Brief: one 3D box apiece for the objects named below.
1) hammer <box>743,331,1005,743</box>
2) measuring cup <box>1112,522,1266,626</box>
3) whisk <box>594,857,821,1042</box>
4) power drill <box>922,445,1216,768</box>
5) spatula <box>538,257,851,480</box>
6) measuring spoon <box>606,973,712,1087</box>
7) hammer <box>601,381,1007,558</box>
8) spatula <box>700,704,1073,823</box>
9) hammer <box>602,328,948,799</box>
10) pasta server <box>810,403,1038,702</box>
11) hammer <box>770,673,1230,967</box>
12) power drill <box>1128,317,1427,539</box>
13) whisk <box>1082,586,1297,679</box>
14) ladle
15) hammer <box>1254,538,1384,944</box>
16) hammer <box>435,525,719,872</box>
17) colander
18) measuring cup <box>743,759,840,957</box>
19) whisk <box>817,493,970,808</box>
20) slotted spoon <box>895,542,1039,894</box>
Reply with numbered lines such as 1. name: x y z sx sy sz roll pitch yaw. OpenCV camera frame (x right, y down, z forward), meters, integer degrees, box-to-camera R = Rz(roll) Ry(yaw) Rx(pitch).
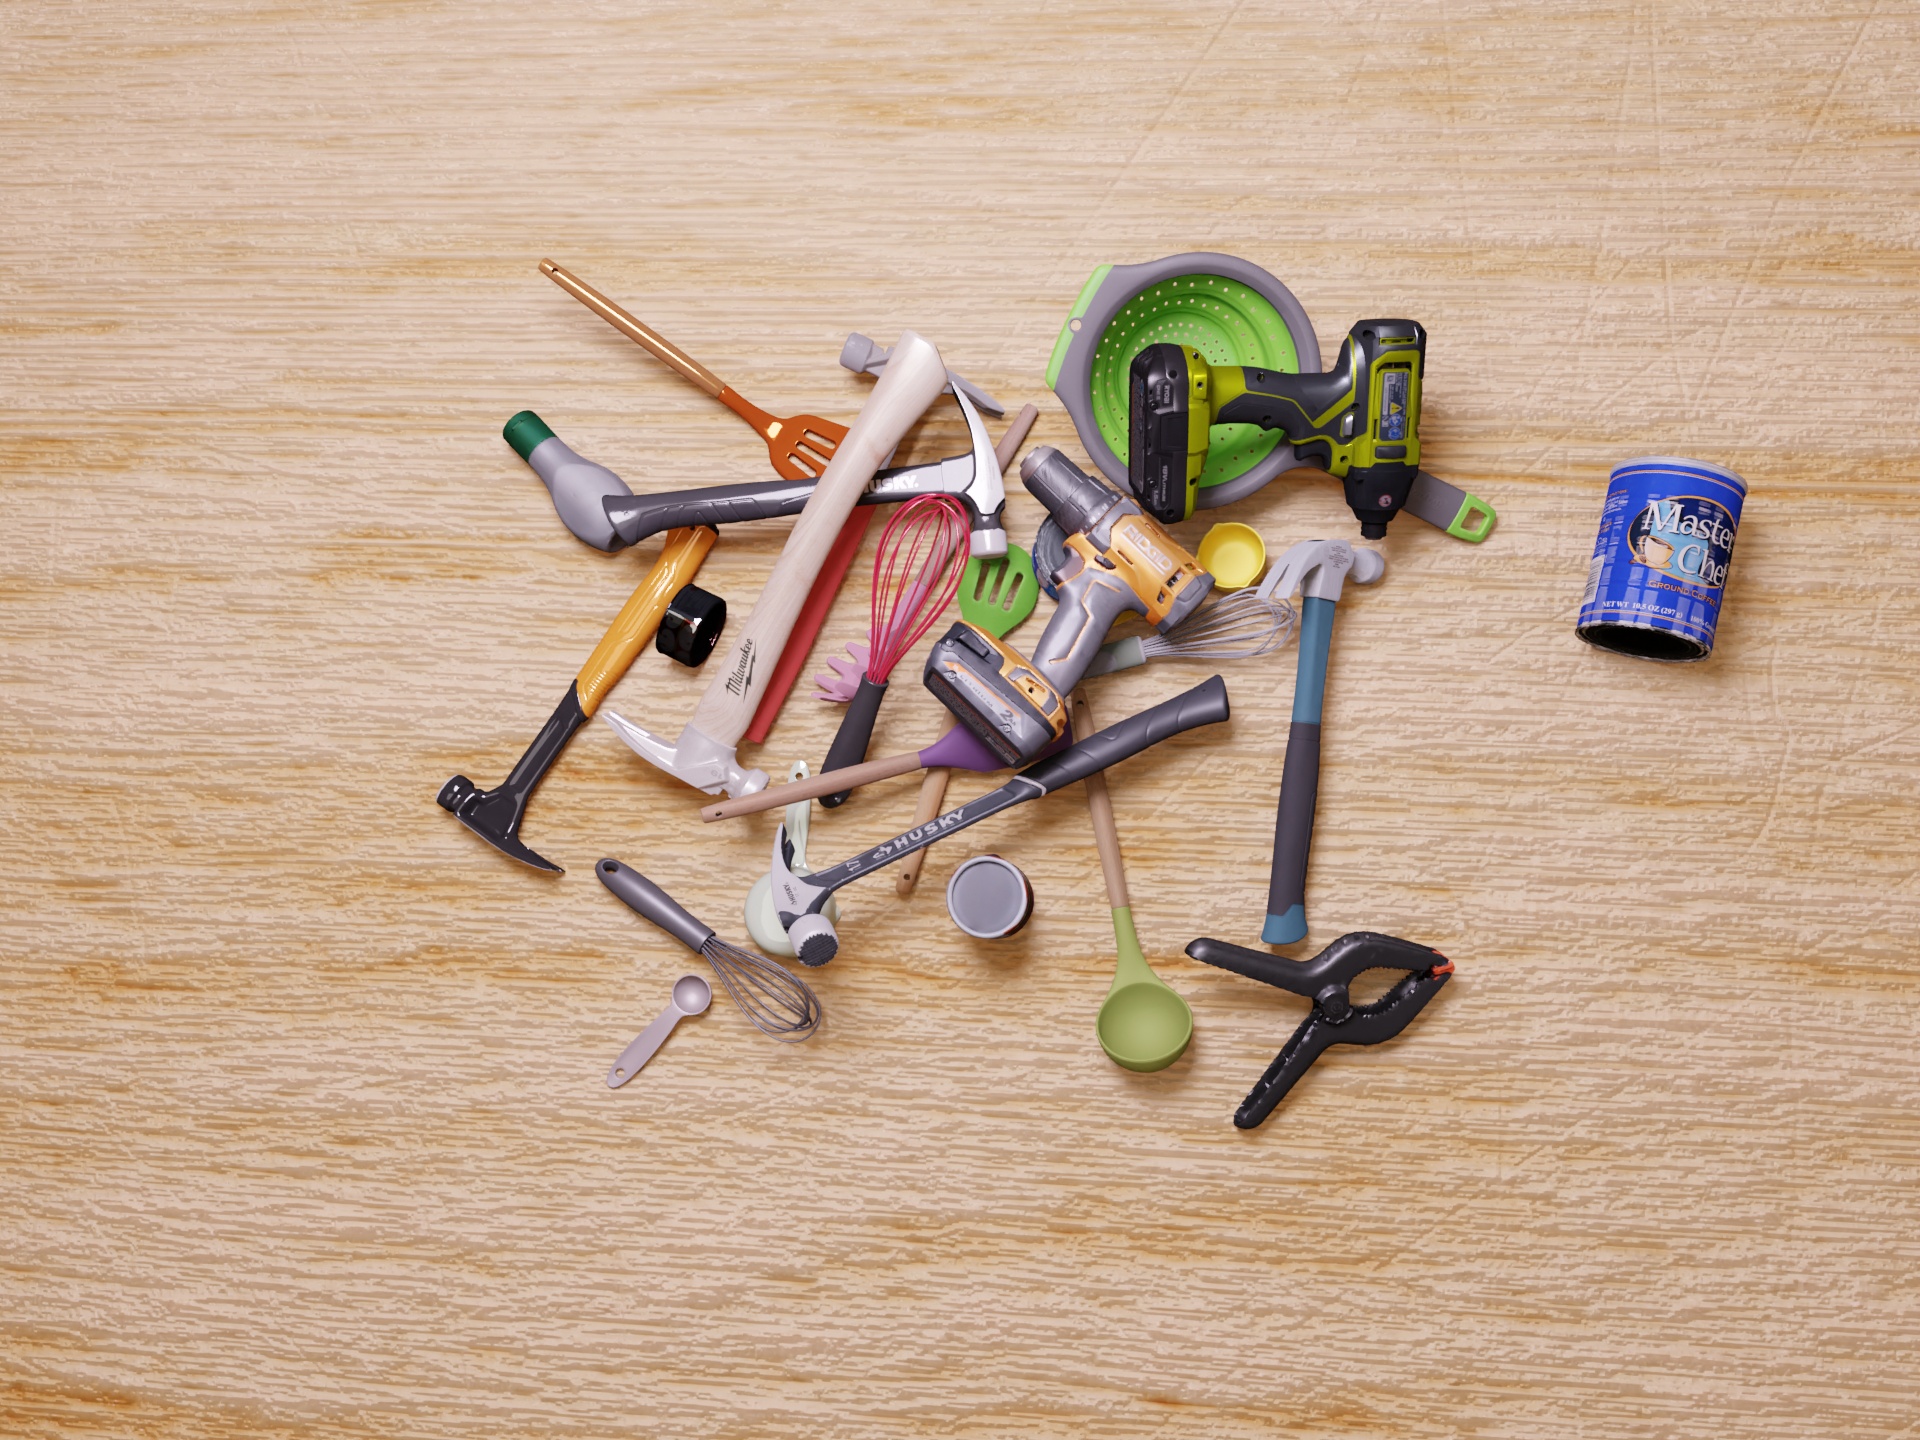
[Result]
1. hammer: -0.100 -0.144 1.364 0.149 0.037 0.359 25 87 -4
2. measuring cup: 0.186 -0.114 1.346 0.156 0.029 0.062 -26 71 13
3. whisk: -0.215 0.188 1.330 0.239 0.055 0.055 34 86 14
4. power drill: 0.068 -0.097 1.272 0.185 0.084 0.226 44 76 2
5. spatula: -0.226 -0.301 1.379 0.322 0.041 0.081 35 86 -9
6. measuring spoon: -0.254 0.262 1.340 0.034 0.018 0.124 43 95 8
7. hammer: -0.132 -0.193 1.328 0.335 0.035 0.146 -6 88 1
8. spatula: -0.059 0.037 1.313 0.316 0.018 0.059 -15 103 -9
9. hammer: -0.138 -0.133 1.294 0.146 0.038 0.410 29 98 -2
10. pasta server: -0.025 -0.143 1.362 0.040 0.060 0.316 35 83 -25
11. hammer: 0.035 0.060 1.278 0.409 0.036 0.149 -25 36 -8
12. power drill: 0.249 -0.222 1.248 0.223 0.080 0.171 -3 111 -4
13. whisk: 0.159 -0.060 1.328 0.246 0.059 0.057 -14 108 8
14. ladle: 0.126 0.126 1.299 0.078 0.062 0.320 -11 78 2
15. hammer: 0.279 0.016 1.287 0.033 0.128 0.331 5 88 49
16. hammer: -0.309 -0.033 1.376 0.127 0.034 0.337 33 86 10
17. colander: 0.261 -0.249 1.328 0.397 0.094 0.204 24 105 -9
18. measuring cup: -0.142 0.115 1.334 0.083 0.038 0.167 2 84 6
19. whisk: -0.061 -0.050 1.288 0.073 0.073 0.295 27 116 9
20. slotted spoon: -0.002 -0.004 1.345 0.070 0.031 0.314 17 85 1
